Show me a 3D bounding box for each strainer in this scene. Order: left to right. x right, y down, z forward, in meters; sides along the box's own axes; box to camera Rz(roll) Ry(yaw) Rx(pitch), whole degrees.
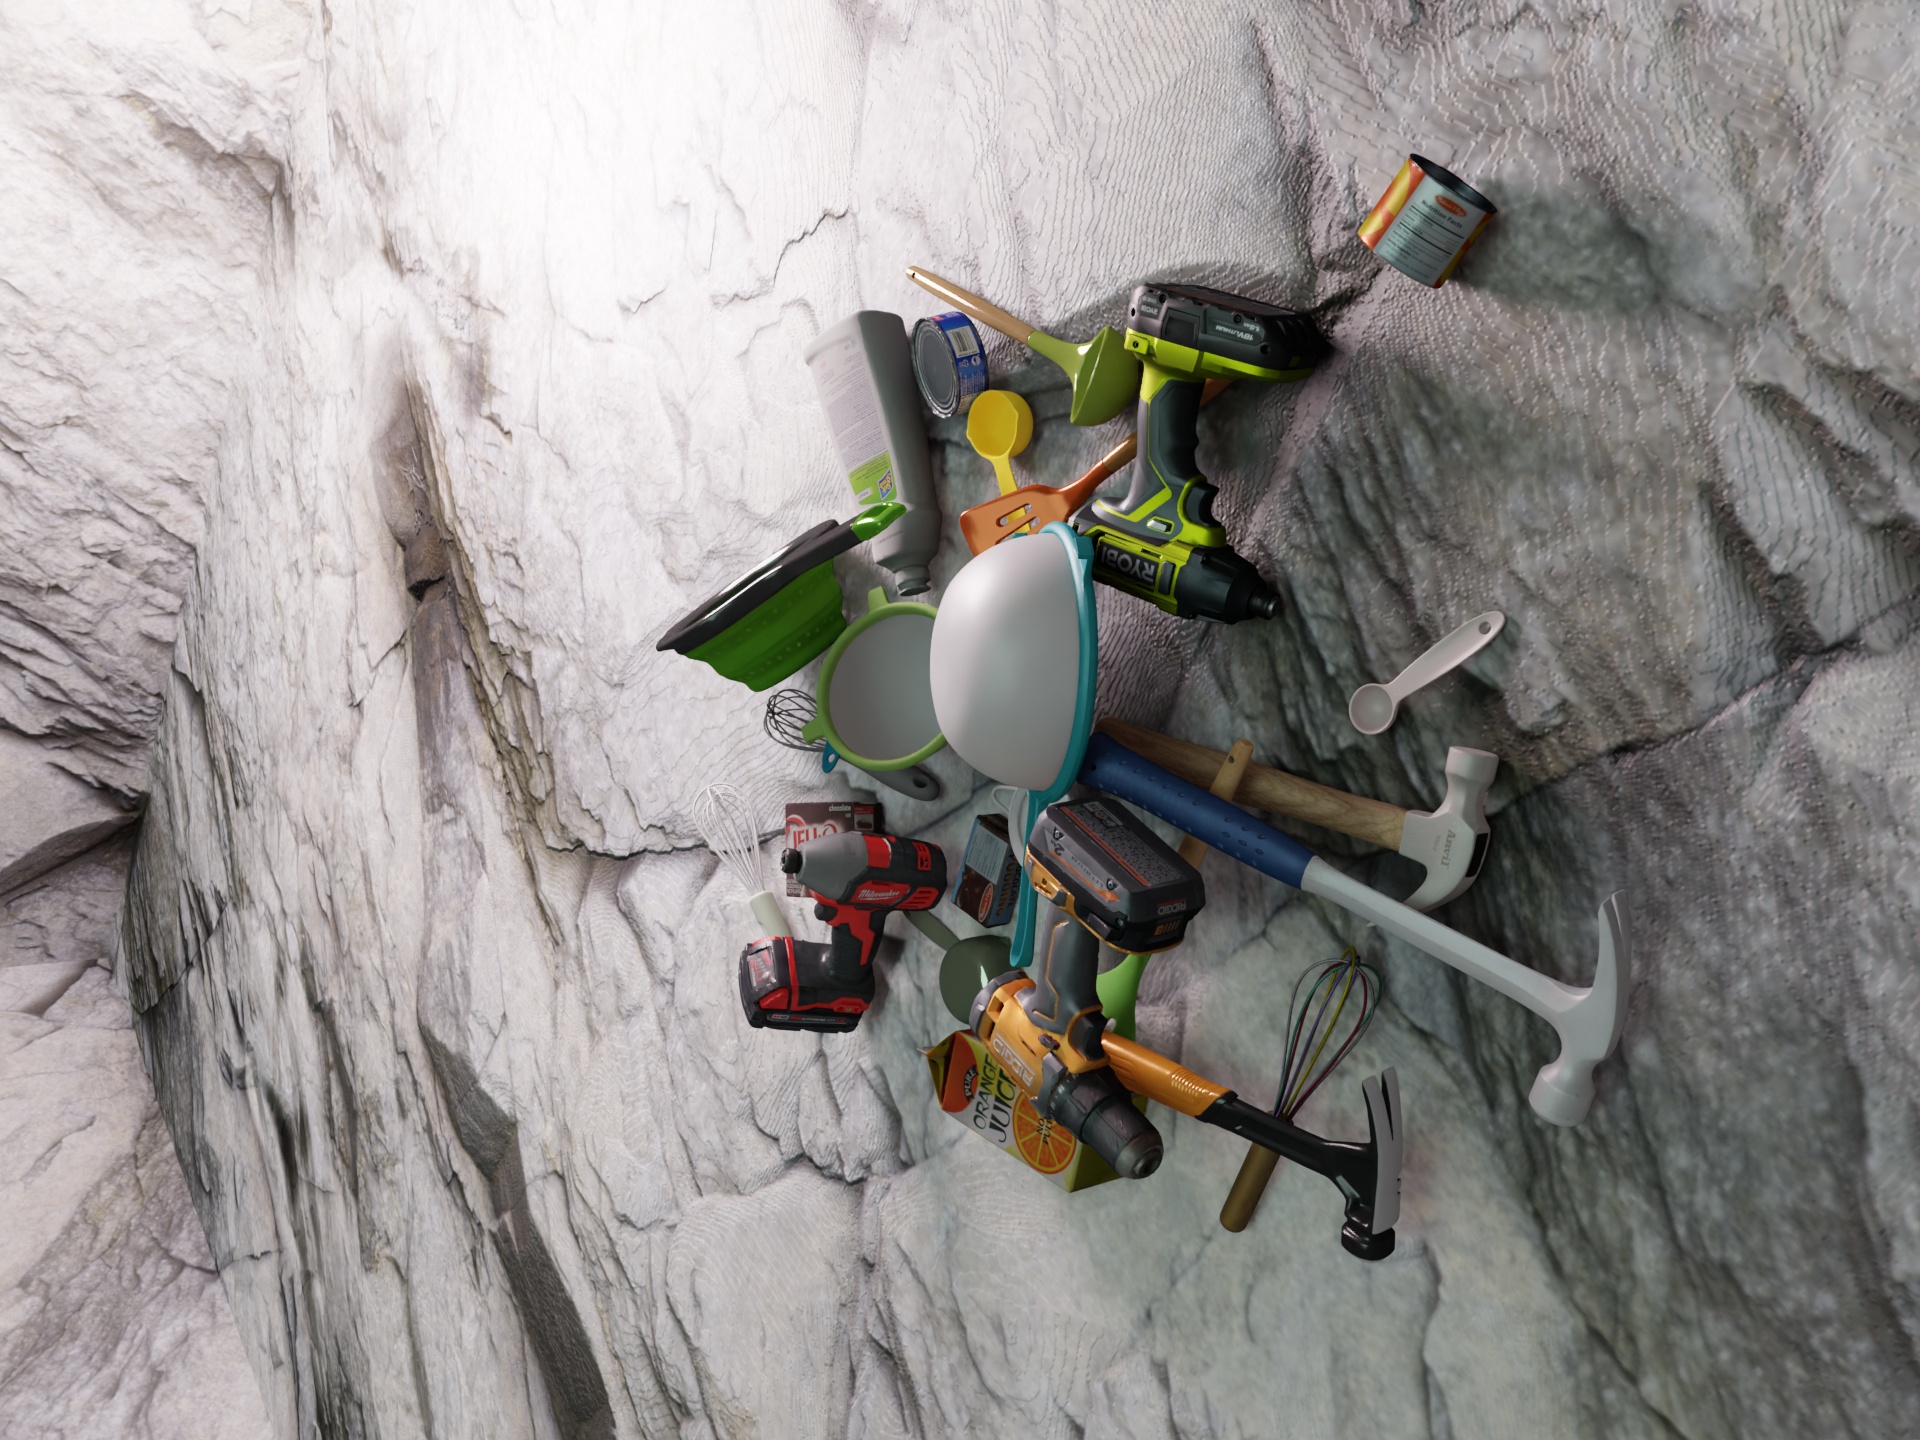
[{"bbox_3d":[-0.002,-0.004,1.352,0.256,0.069,0.151,23,84,28],"label":"strainer"},{"bbox_3d":[0.024,0.019,1.194,0.211,0.095,0.340,-148,62,-75],"label":"strainer"},{"bbox_3d":[0.102,0.107,1.215,0.259,0.050,0.087,40,120,56],"label":"strainer"}]

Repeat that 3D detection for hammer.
[{"bbox_3d":[0.163,0.258,1.128,0.337,0.034,0.127,14,110,47],"label":"hammer"},{"bbox_3d":[0.219,0.051,1.128,0.331,0.031,0.130,18,102,46],"label":"hammer"},{"bbox_3d":[0.240,0.099,1.043,0.406,0.035,0.144,29,117,36],"label":"hammer"}]

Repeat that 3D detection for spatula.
[{"bbox_3d":[0.126,-0.208,1.221,0.322,0.041,0.081,-35,81,40],"label":"spatula"}]

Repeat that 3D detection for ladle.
[{"bbox_3d":[0.036,-0.324,1.309,0.320,0.062,0.078,41,119,42],"label":"ladle"}]

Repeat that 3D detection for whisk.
[{"bbox_3d":[-0.202,0.169,1.574,0.057,0.059,0.246,91,154,-67],"label":"whisk"},{"bbox_3d":[-0.103,0.024,1.470,0.239,0.055,0.055,25,109,39],"label":"whisk"},{"bbox_3d":[0.233,0.261,1.113,0.047,0.051,0.245,-121,43,-56],"label":"whisk"}]

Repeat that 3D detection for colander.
[{"bbox_3d":[-0.132,-0.104,1.405,0.094,0.204,0.397,55,150,-12],"label":"colander"}]

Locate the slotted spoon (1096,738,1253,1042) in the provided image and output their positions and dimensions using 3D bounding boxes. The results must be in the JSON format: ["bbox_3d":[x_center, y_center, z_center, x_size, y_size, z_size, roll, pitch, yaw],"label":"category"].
[{"bbox_3d":[0.148,0.141,1.179,0.070,0.031,0.313,48,130,38],"label":"slotted spoon"}]

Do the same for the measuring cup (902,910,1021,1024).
[{"bbox_3d":[-0.013,0.201,1.373,0.168,0.038,0.083,35,115,42],"label":"measuring cup"}]

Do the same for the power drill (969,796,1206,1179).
[{"bbox_3d":[0.097,0.191,1.113,0.186,0.084,0.226,43,128,41],"label":"power drill"}]

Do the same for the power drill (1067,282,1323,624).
[{"bbox_3d":[0.171,-0.186,1.134,0.171,0.080,0.223,26,118,32],"label":"power drill"}]

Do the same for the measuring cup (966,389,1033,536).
[{"bbox_3d":[0.048,-0.199,1.325,0.062,0.029,0.156,-14,91,46],"label":"measuring cup"}]

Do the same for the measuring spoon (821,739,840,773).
[{"bbox_3d":[-0.097,-0.010,1.452,0.042,0.021,0.129,12,78,37],"label":"measuring spoon"}]

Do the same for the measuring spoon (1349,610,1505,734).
[{"bbox_3d":[0.309,-0.032,1.046,0.124,0.018,0.034,-41,59,32],"label":"measuring spoon"}]

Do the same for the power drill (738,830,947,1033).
[{"bbox_3d":[-0.114,0.180,1.394,0.219,0.143,0.079,-60,32,38],"label":"power drill"}]
